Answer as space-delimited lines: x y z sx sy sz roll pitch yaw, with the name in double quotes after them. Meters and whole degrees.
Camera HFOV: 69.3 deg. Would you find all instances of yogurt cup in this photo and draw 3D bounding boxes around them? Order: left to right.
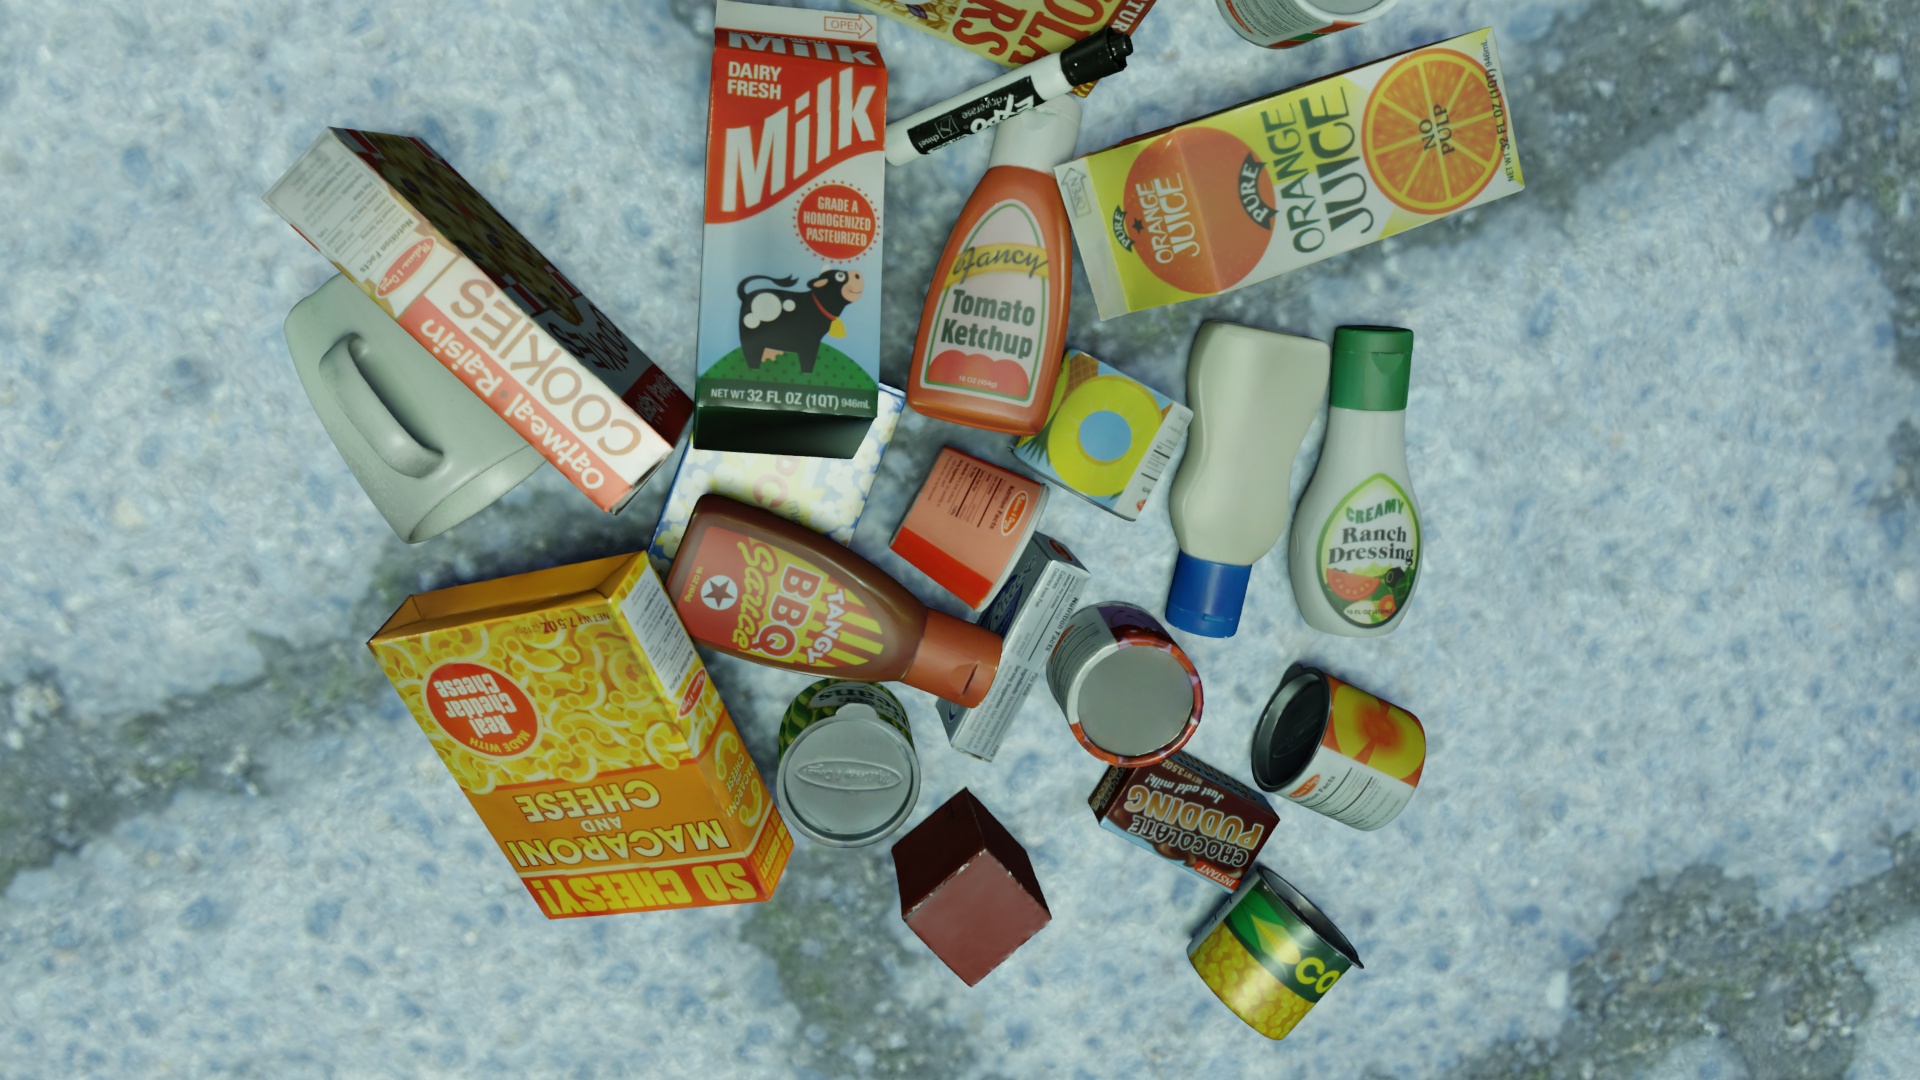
0.002 -0.008 0.643 0.054 0.072 0.072 29 98 -4 "yogurt cup"

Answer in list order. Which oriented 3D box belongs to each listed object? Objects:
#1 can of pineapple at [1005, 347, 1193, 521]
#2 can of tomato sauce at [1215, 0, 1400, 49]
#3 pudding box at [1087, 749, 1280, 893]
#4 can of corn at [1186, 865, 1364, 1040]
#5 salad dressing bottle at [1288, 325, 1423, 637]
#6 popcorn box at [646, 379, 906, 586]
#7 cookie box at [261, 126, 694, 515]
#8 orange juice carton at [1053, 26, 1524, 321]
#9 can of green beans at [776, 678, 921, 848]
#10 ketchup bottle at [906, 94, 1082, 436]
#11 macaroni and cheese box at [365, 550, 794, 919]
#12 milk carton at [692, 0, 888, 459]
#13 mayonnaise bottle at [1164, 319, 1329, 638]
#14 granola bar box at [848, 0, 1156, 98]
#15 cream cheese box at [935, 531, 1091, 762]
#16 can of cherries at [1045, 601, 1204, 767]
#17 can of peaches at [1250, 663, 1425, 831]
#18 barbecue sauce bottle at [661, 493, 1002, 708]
0.064 -0.050 0.640 0.071 0.071 0.057 27 98 -12 "can of pineapple"
0.153 -0.252 0.596 0.071 0.083 0.071 -2 103 -7 "can of tomato sauce"
0.113 0.137 0.706 0.083 0.030 0.049 30 98 -12 "pudding box"
0.160 0.212 0.708 0.071 0.071 0.058 39 97 -14 "can of corn"
0.194 -0.029 0.672 0.064 0.044 0.147 -1 103 -8 "salad dressing bottle"
-0.087 -0.026 0.640 0.085 0.038 0.126 20 100 -10 "popcorn box"
-0.185 -0.091 0.569 0.040 0.123 0.167 -44 104 5 "cookie box"
0.140 -0.160 0.612 0.193 0.073 0.071 -20 105 -8 "orange juice carton"
-0.054 0.104 0.663 0.071 0.058 0.071 -2 103 -7 "can of green beans"
0.021 -0.124 0.615 0.065 0.043 0.149 12 86 6 "ketchup bottle"
-0.161 0.091 0.610 0.123 0.040 0.165 -10 120 20 "macaroni and cheese box"
-0.071 -0.135 0.580 0.072 0.073 0.191 2 79 -12 "milk carton"
0.130 -0.028 0.666 0.065 0.041 0.147 9 102 -8 "mayonnaise bottle"
0.027 -0.249 0.540 0.124 0.165 0.039 19 75 -11 "granola bar box"
0.024 0.050 0.663 0.024 0.053 0.103 25 99 -14 "cream cheese box"
0.081 0.070 0.672 0.071 0.058 0.071 -1 103 -6 "can of cherries"
0.187 0.102 0.691 0.058 0.071 0.071 25 99 -12 "can of peaches"
-0.055 0.033 0.613 0.148 0.044 0.064 21 105 -12 "barbecue sauce bottle"
